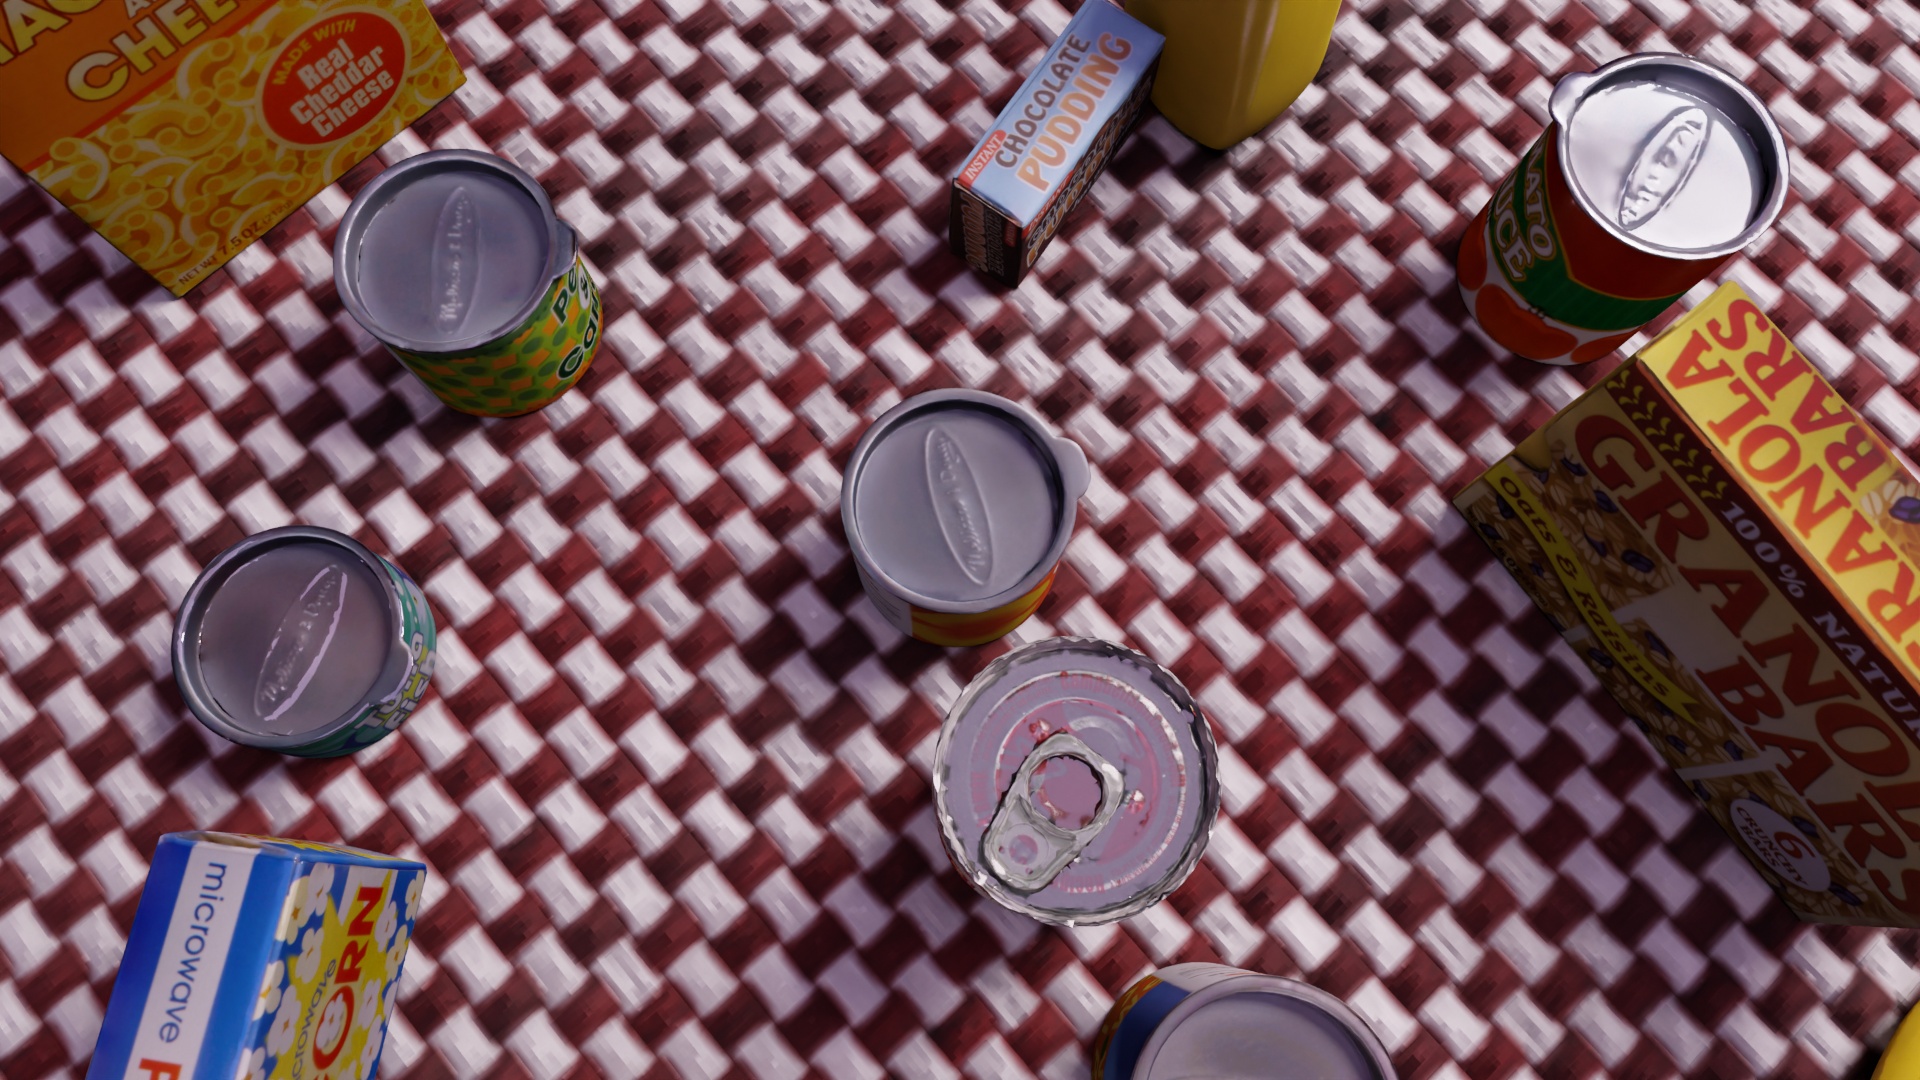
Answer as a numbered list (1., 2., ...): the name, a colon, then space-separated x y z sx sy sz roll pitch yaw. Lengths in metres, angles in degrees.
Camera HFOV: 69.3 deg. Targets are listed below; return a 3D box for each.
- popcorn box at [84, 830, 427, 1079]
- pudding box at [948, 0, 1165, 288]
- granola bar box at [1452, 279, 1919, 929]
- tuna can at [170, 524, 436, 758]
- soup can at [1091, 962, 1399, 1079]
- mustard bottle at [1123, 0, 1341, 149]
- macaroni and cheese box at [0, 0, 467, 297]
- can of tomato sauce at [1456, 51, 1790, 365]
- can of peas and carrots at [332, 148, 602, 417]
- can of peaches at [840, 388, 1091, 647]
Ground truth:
1. popcorn box: -0.185 0.142 0.358 0.038 0.085 0.127 9 75 1
2. pudding box: 0.030 -0.130 0.455 0.030 0.049 0.084 34 77 7
3. granola bar box: 0.221 0.026 0.378 0.039 0.124 0.166 -34 78 -9
4. tuna can: -0.192 0.032 0.415 0.071 0.032 0.071 0 75 -1
5. soup can: 0.070 0.148 0.362 0.071 0.083 0.071 0 75 -1
6. mustard bottle: 0.088 -0.181 0.413 0.049 0.160 0.065 -38 79 -10
7. macaroni and cheese box: -0.225 -0.154 0.396 0.124 0.166 0.040 -43 80 -11
8. can of tomato sauce: 0.200 -0.100 0.433 0.071 0.083 0.071 0 75 -1
9. can of peas and carrots: -0.148 -0.078 0.432 0.071 0.058 0.071 0 75 -1
10. can of peaches: 0.001 -0.005 0.416 0.071 0.058 0.071 0 75 -1
